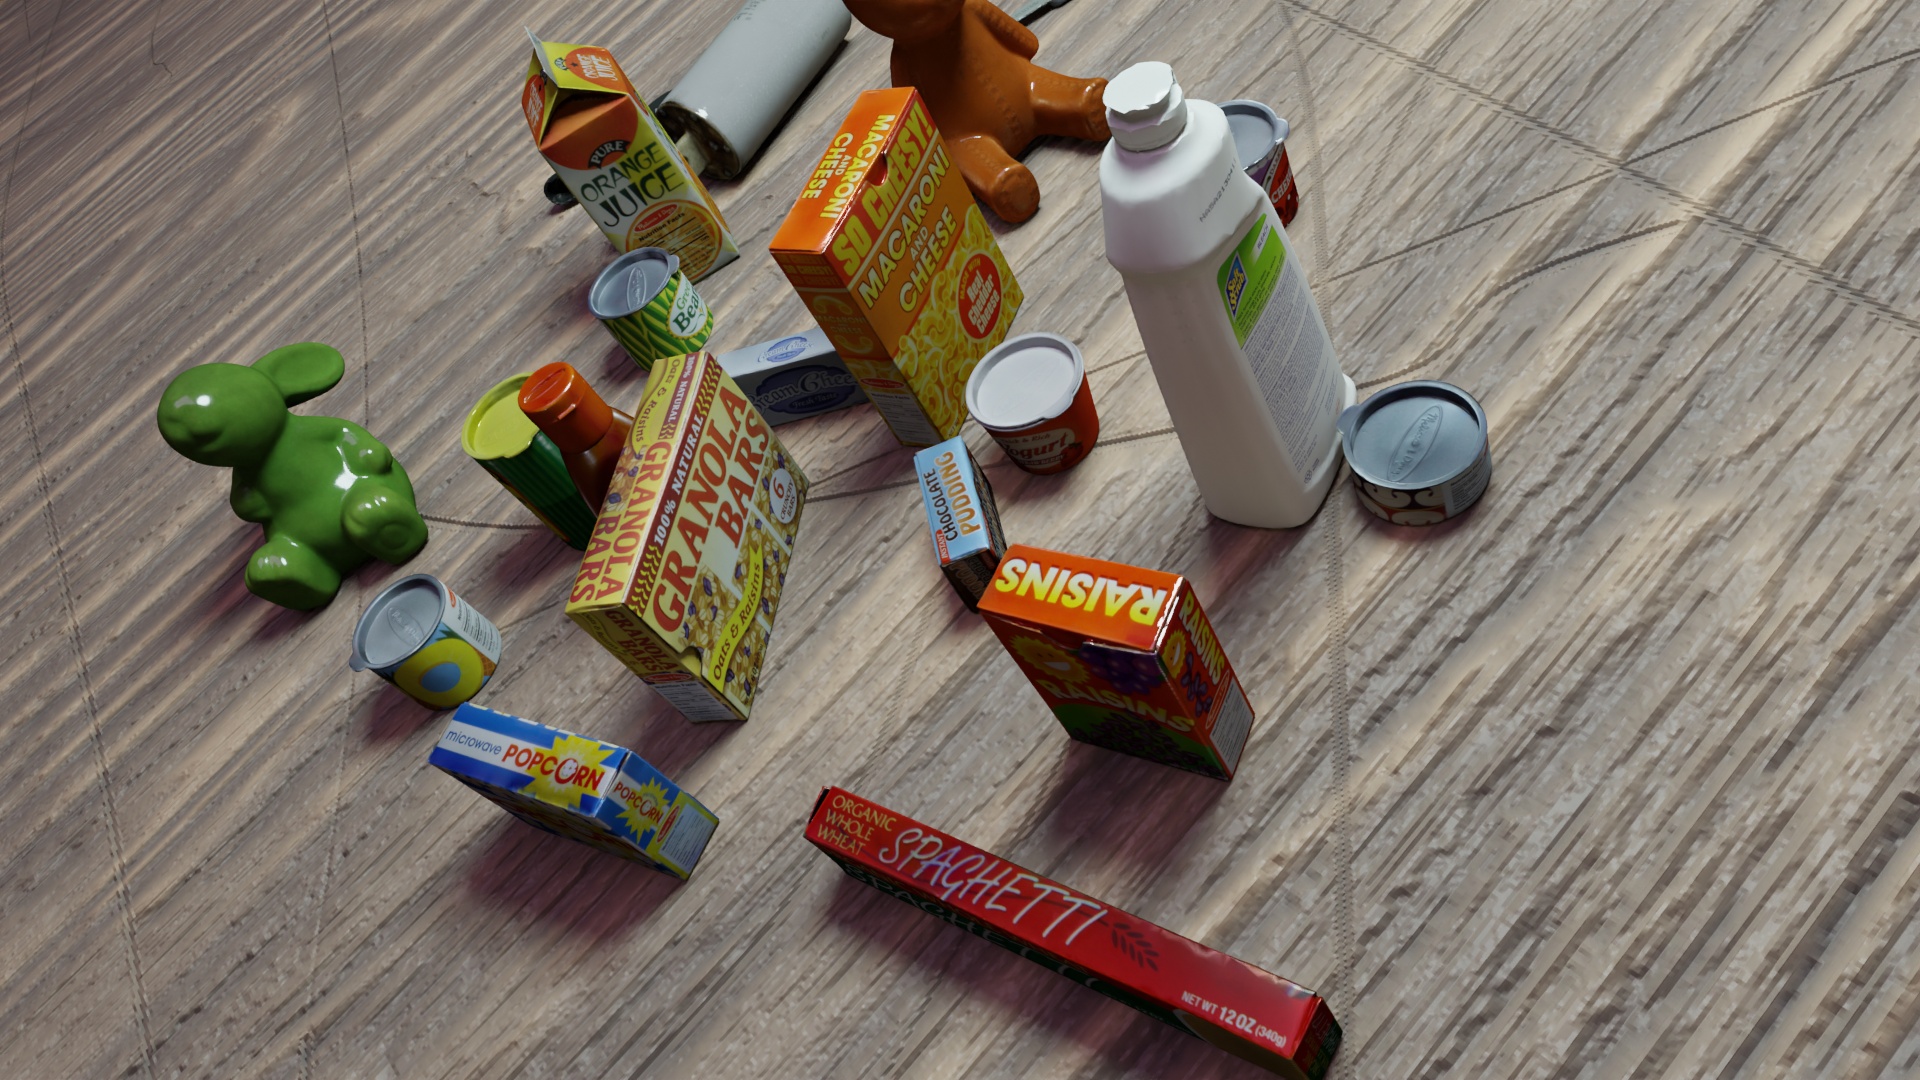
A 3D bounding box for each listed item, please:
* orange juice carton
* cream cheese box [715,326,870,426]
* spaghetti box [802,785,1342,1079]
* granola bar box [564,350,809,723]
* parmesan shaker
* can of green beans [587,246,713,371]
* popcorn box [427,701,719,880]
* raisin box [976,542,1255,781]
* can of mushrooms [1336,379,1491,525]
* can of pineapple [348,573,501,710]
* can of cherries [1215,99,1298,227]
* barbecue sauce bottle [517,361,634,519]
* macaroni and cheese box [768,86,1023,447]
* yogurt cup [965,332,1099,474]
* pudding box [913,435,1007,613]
[{"bbox_3d":[-0.237,-0.264,0.961,0.073,0.192,0.072,-31,48,3],"label":"orange juice carton"},{"bbox_3d":[-0.096,-0.103,0.862,0.104,0.053,0.024,-12,52,19],"label":"cream cheese box"},{"bbox_3d":[0.038,0.164,0.596,0.250,0.050,0.029,15,64,34],"label":"spaghetti box"},{"bbox_3d":[-0.142,-0.001,0.761,0.039,0.123,0.166,-6,54,23],"label":"granola bar box"},{"bbox_3d":[-0.250,-0.045,0.863,0.071,0.102,0.071,-14,51,18],"label":"parmesan shaker"},{"bbox_3d":[-0.213,-0.159,0.961,0.071,0.057,0.071,-14,51,18],"label":"can of green beans"},{"bbox_3d":[-0.200,0.129,0.719,0.127,0.085,0.038,9,61,32],"label":"popcorn box"},{"bbox_3d":[0.071,0.055,0.612,0.086,0.123,0.040,12,63,33],"label":"raisin box"},{"bbox_3d":[0.219,-0.043,0.672,0.071,0.033,0.071,-14,51,18],"label":"can of mushrooms"},{"bbox_3d":[-0.327,0.064,0.850,0.071,0.057,0.071,-14,51,18],"label":"can of pineapple"},{"bbox_3d":[0.162,-0.213,0.811,0.071,0.058,0.072,-14,51,18],"label":"can of cherries"},{"bbox_3d":[-0.196,-0.042,0.803,0.065,0.148,0.044,-41,48,-6],"label":"barbecue sauce bottle"},{"bbox_3d":[-0.029,-0.151,0.789,0.040,0.166,0.124,8,60,31],"label":"macaroni and cheese box"},{"bbox_3d":[0.043,-0.073,0.769,0.072,0.053,0.073,-14,51,18],"label":"yogurt cup"},{"bbox_3d":[0.003,-0.009,0.744,0.030,0.049,0.084,-23,49,10],"label":"pudding box"}]
